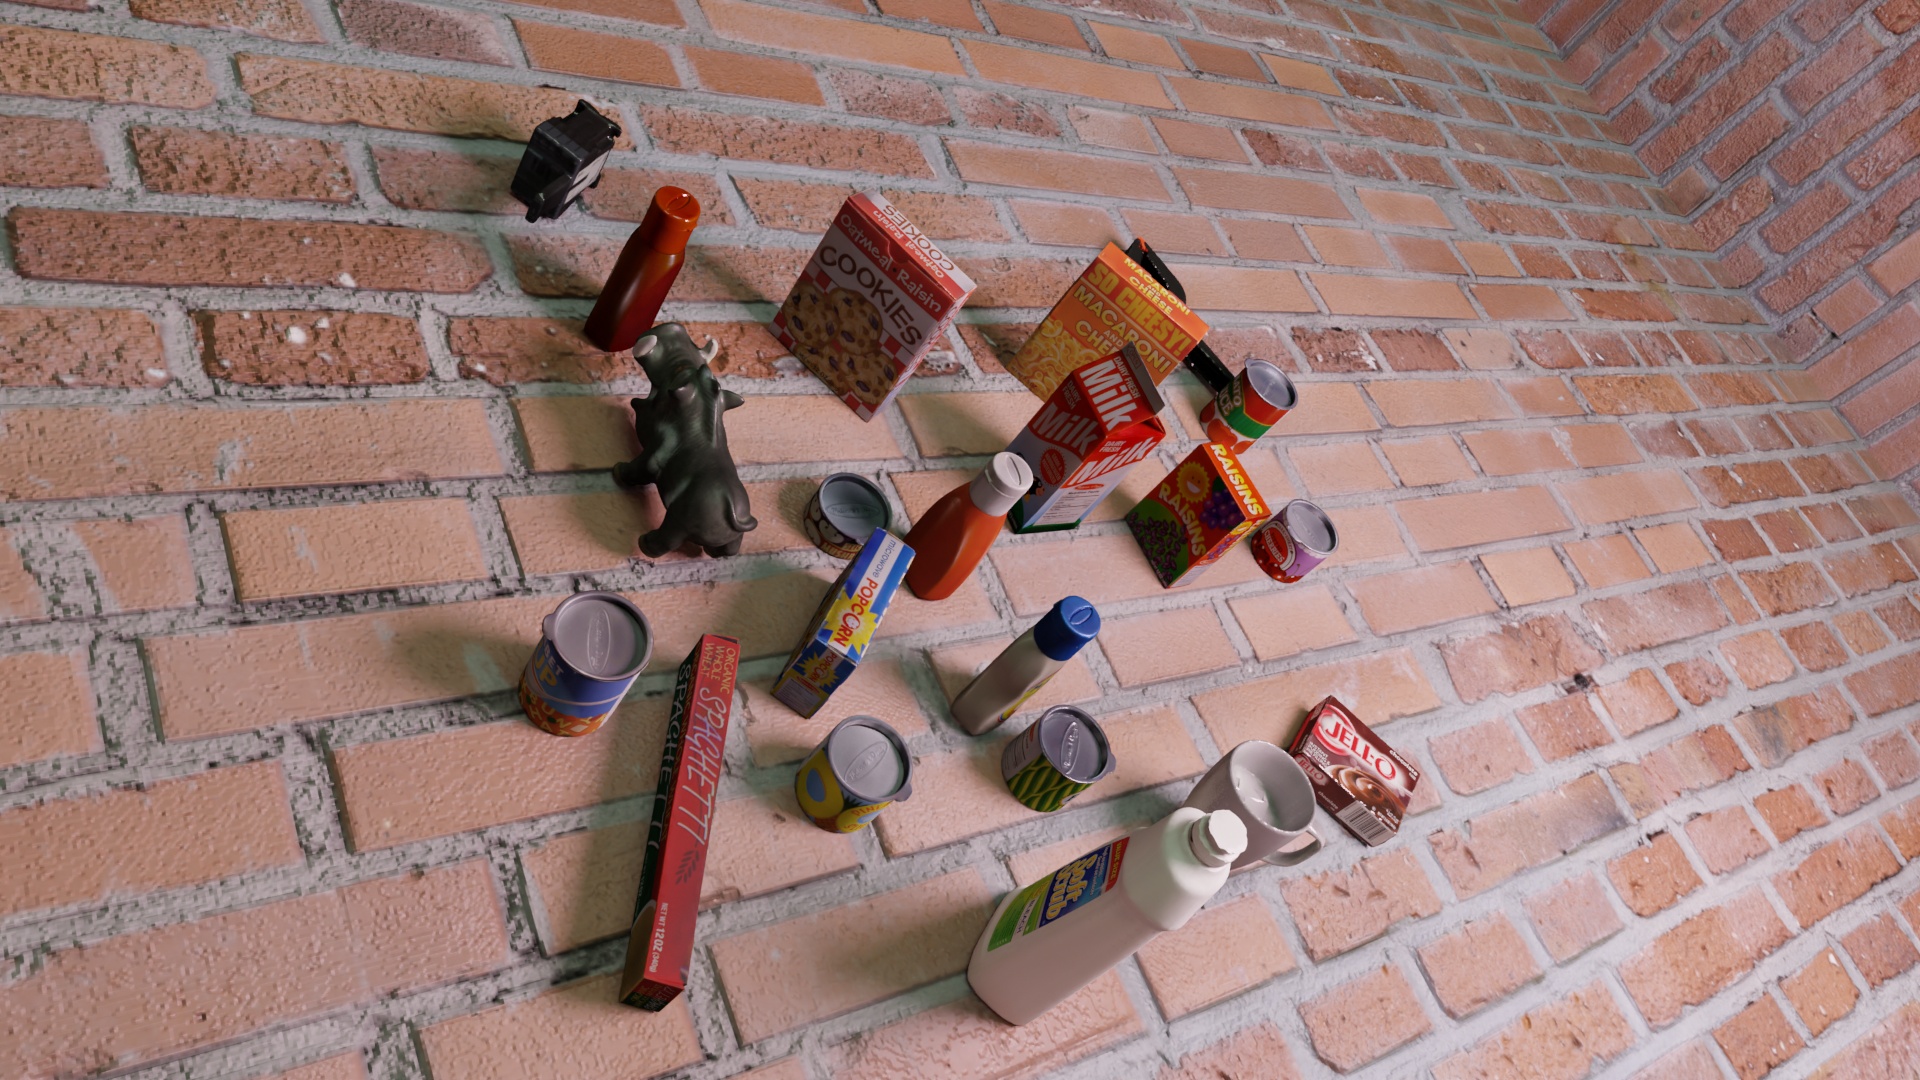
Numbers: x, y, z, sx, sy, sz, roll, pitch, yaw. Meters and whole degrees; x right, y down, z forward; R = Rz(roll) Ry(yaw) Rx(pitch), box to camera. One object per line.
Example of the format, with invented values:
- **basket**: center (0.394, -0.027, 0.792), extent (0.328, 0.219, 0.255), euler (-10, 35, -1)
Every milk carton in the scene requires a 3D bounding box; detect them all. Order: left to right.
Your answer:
- **milk carton**: center (0.109, -0.087, 1.208), extent (0.073, 0.189, 0.072), euler (-5, 60, -37)

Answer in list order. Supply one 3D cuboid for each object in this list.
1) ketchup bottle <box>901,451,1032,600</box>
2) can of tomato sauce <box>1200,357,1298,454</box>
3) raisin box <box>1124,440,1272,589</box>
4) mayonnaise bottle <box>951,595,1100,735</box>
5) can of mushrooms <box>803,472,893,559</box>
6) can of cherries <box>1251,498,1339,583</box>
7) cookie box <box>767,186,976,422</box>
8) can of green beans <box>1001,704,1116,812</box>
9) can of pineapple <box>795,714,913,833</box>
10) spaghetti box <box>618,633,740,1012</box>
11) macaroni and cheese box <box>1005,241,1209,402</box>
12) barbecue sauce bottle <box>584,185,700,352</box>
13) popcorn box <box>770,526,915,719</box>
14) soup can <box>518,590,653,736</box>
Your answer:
- **ketchup bottle**: center (0.004, -0.014, 1.107), extent (0.043, 0.148, 0.065), euler (1, 57, -35)
- **can of tomato sauce**: center (0.301, -0.141, 1.462), extent (0.071, 0.082, 0.071), euler (19, 48, -22)
- **raisin box**: center (0.218, -0.023, 1.282), extent (0.040, 0.122, 0.086), euler (-8, 63, -39)
- **mayonnaise bottle**: center (0.052, 0.094, 1.056), extent (0.065, 0.147, 0.041), euler (-29, 76, -45)
- **can of mushrooms**: center (-0.091, -0.018, 1.127), extent (0.071, 0.033, 0.071), euler (19, 48, -22)
- **can of cherries**: center (0.332, 0.001, 1.390), extent (0.071, 0.058, 0.072), euler (19, 48, -22)
- **cookie box**: center (-0.078, -0.197, 1.180), extent (0.123, 0.166, 0.040), euler (44, 44, 2)
- **can of green beans**: center (0.074, 0.170, 1.078), extent (0.071, 0.057, 0.071), euler (19, 48, -22)
- **can of pineapple**: center (-0.075, 0.166, 0.977), extent (0.071, 0.057, 0.071), euler (19, 48, -22)
- **spaghetti box**: center (-0.180, 0.174, 0.903), extent (0.029, 0.050, 0.251), euler (20, 48, -21)
- **macaroni and cheese box**: center (0.137, -0.184, 1.321), extent (0.124, 0.165, 0.040), euler (40, 44, -2)
- **barbecue sauce bottle**: center (-0.246, -0.213, 1.089), extent (0.043, 0.147, 0.065), euler (41, 44, -1)
- **popcorn box**: center (-0.086, 0.060, 1.032), extent (0.038, 0.084, 0.127), euler (34, 44, -8)
- **soup can**: center (-0.248, 0.080, 0.904), extent (0.071, 0.083, 0.072), euler (19, 48, -22)
